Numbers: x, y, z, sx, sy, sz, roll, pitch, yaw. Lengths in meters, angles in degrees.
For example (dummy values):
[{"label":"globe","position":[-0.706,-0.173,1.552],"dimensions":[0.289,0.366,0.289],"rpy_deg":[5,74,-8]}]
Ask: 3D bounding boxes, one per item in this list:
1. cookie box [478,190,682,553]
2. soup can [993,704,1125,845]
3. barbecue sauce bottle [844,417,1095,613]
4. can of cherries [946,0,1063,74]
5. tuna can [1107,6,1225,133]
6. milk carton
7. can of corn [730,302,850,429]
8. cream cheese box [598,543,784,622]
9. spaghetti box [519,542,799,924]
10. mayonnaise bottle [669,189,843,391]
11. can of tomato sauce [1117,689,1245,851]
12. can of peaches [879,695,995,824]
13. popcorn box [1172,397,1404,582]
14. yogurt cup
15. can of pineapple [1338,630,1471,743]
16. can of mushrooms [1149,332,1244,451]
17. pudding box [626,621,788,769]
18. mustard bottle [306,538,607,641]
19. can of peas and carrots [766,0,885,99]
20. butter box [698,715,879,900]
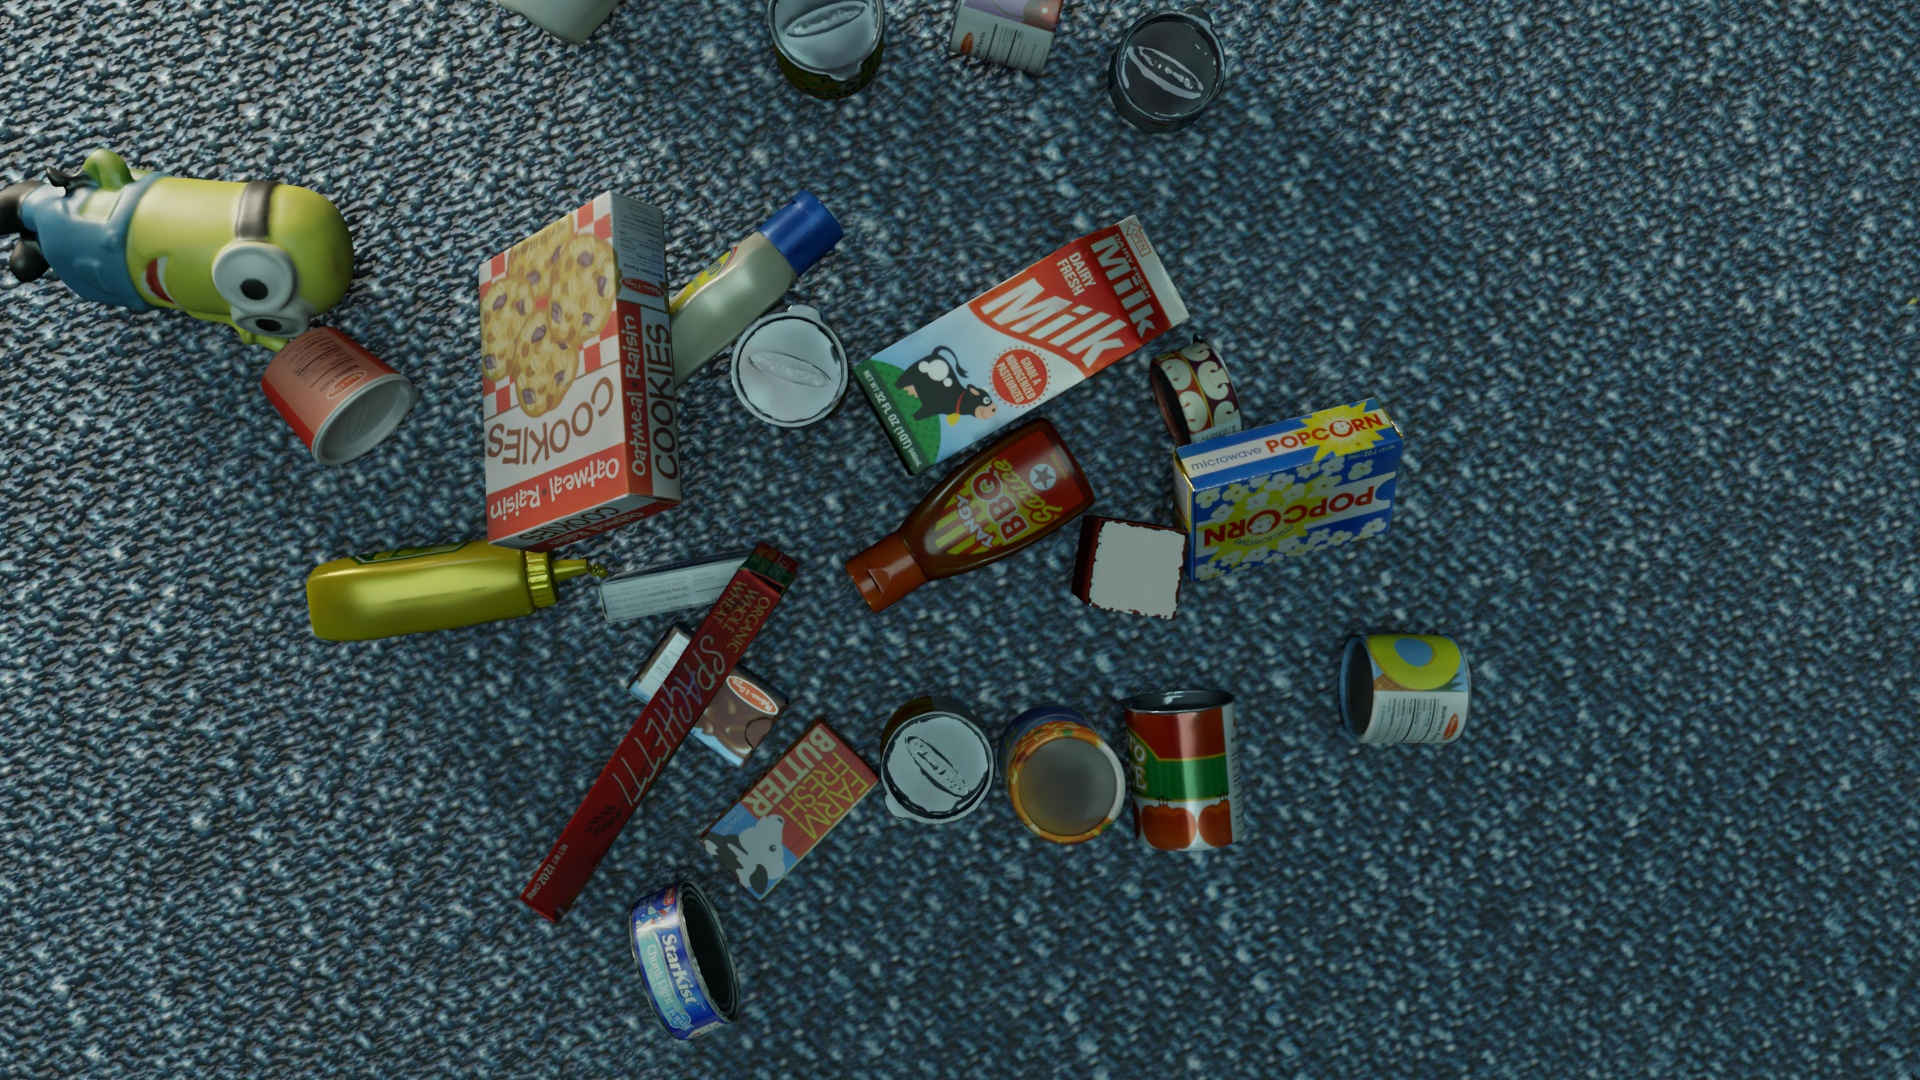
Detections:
[{"label":"cookie box","position":[-0.209,-0.088,0.759],"dimensions":[0.122,0.040,0.167],"rpy_deg":[-15,75,36]},{"label":"soup can","position":[0.055,0.136,0.814],"dimensions":[0.071,0.084,0.071],"rpy_deg":[0,93,-3]},{"label":"barbecue sauce bottle","position":[0.003,-0.010,0.826],"dimensions":[0.148,0.043,0.065],"rpy_deg":[-32,95,-2]},{"label":"can of cherries","position":[0.028,-0.313,0.806],"dimensions":[0.058,0.071,0.071],"rpy_deg":[13,91,-4]},{"label":"tuna can","position":[0.124,-0.282,0.830],"dimensions":[0.071,0.033,0.071],"rpy_deg":[0,92,-4]},{"label":"milk carton","position":[0.036,-0.114,0.810],"dimensions":[0.191,0.073,0.072],"rpy_deg":[-29,94,-3]},{"label":"can of corn","position":[-0.097,-0.100,0.809],"dimensions":[0.071,0.058,0.071],"rpy_deg":[0,92,-4]},{"label":"cream cheese box","position":[-0.155,0.024,0.812],"dimensions":[0.104,0.053,0.024],"rpy_deg":[-11,95,-3]},{"label":"spaghetti box","position":[-0.170,0.109,0.784],"dimensions":[0.028,0.050,0.249],"rpy_deg":[34,105,-5]},{"label":"mayonnaise bottle","position":[-0.134,-0.142,0.804],"dimensions":[0.148,0.065,0.041],"rpy_deg":[-43,113,-5]},{"label":"can of tomato sauce","position":[0.132,0.136,0.829],"dimensions":[0.071,0.071,0.083],"rpy_deg":[-6,93,-4]},{"label":"can of peaches","position":[-0.017,0.130,0.822],"dimensions":[0.071,0.058,0.071],"rpy_deg":[0,93,-4]},{"label":"popcorn box","position":[0.189,-0.028,0.817],"dimensions":[0.127,0.084,0.038],"rpy_deg":[-14,49,-3]},{"label":"yogurt cup","position":[-0.356,-0.084,0.790],"dimensions":[0.054,0.072,0.072],"rpy_deg":[43,89,4]},{"label":"can of pineapple","position":[0.266,0.088,0.838],"dimensions":[0.058,0.071,0.071],"rpy_deg":[1,92,-4]},{"label":"can of mushrooms","position":[0.138,-0.085,0.822],"dimensions":[0.033,0.071,0.071],"rpy_deg":[-22,94,-1]},{"label":"pudding box","position":[-0.150,0.092,0.826],"dimensions":[0.084,0.030,0.049],"rpy_deg":[35,88,-4]},{"label":"mustard bottle","position":[-0.286,0.024,0.800],"dimensions":[0.160,0.065,0.048],"rpy_deg":[-8,99,-10]},{"label":"can of peas and carrots","position":[-0.076,-0.292,0.803],"dimensions":[0.071,0.059,0.071],"rpy_deg":[0,93,-4]},{"label":"butter box","position":[-0.102,0.160,0.834],"dimensions":[0.053,0.024,0.103],"rpy_deg":[45,89,-5]}]
